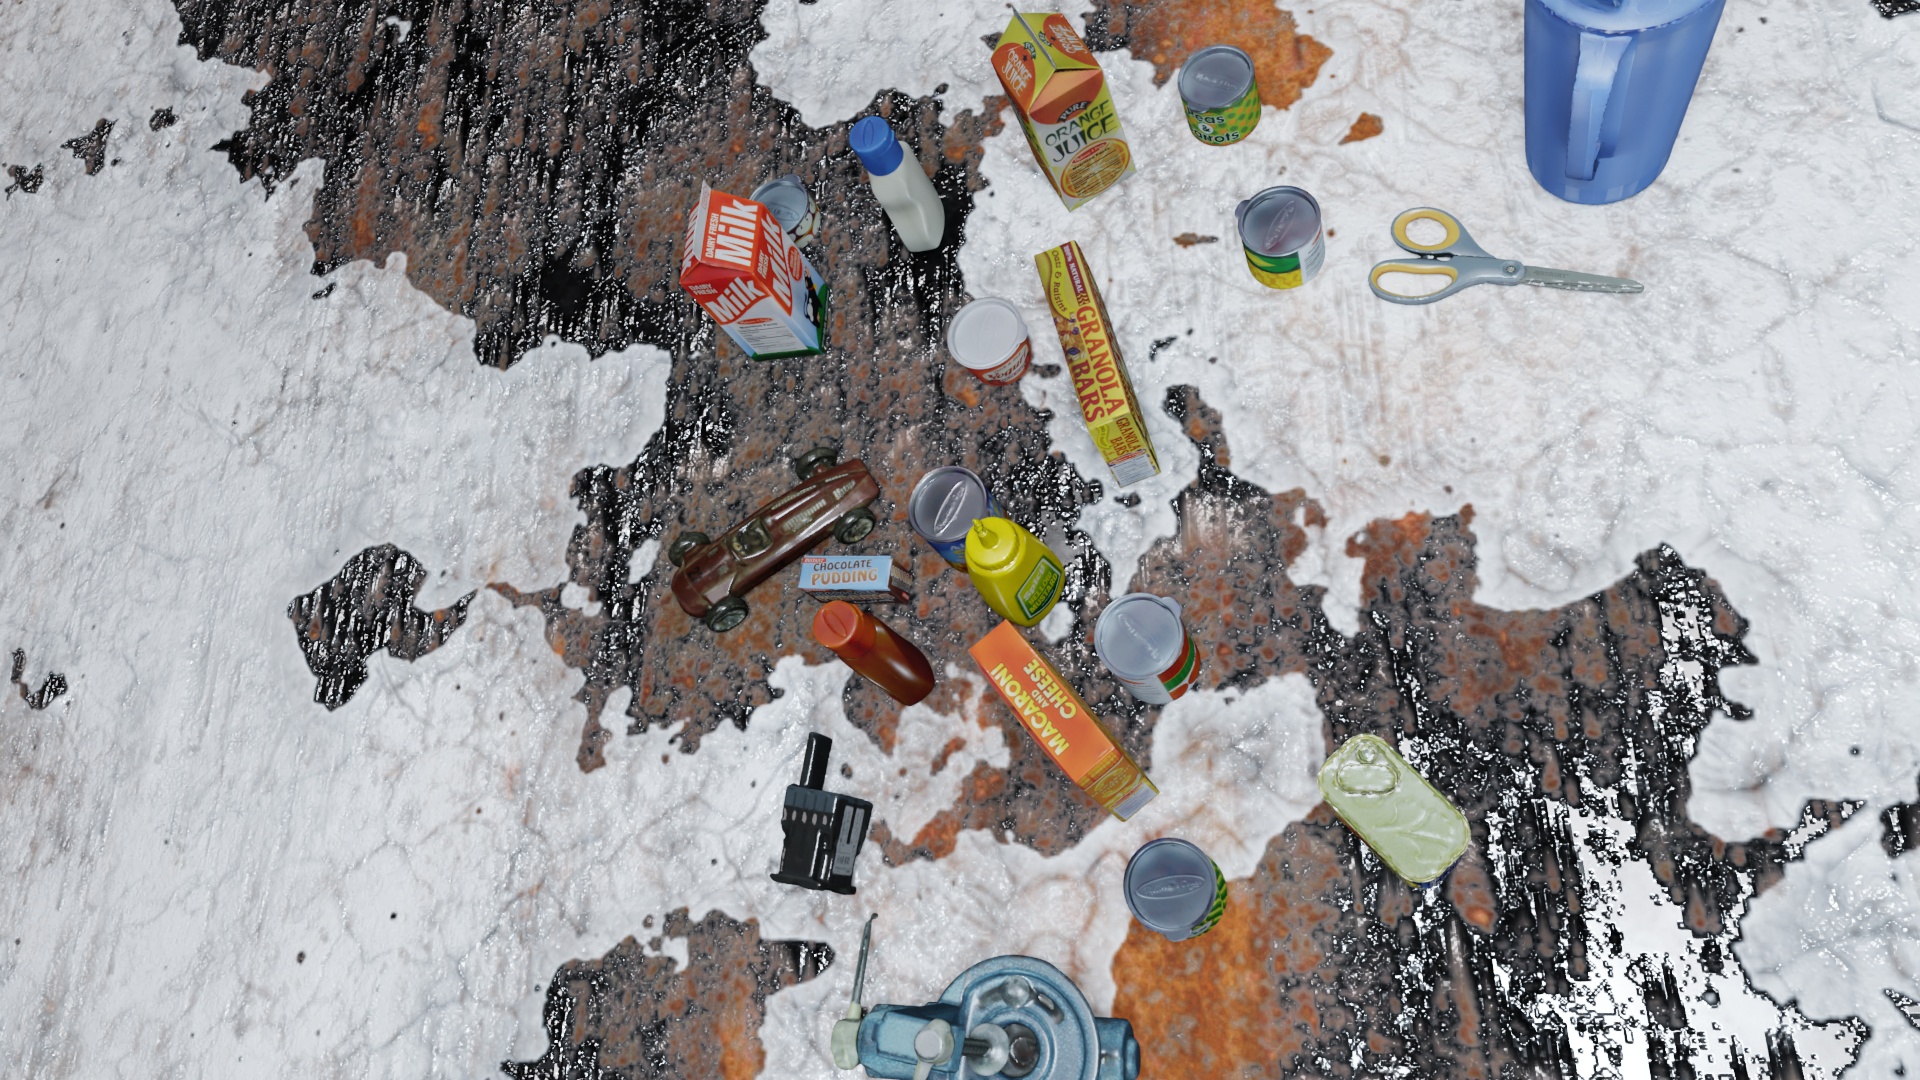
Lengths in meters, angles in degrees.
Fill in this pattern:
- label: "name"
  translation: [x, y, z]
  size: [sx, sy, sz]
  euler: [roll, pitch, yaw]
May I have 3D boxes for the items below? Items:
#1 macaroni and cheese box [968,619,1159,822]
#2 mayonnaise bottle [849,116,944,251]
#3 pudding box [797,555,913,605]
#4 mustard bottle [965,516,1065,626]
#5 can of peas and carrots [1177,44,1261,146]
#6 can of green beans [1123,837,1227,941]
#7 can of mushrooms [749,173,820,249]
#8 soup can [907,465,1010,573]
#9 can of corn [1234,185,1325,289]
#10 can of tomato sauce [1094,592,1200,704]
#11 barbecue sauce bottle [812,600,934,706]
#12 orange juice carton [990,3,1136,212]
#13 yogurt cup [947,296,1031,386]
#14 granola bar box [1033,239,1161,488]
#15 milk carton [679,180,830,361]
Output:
- label: "macaroni and cheese box"
  translation: [0.077, 0.134, 1.004]
  size: [0.040, 0.166, 0.124]
  euler: [-41, 63, 1]
- label: "mayonnaise bottle"
  translation: [-0.055, -0.319, 1.234]
  size: [0.041, 0.147, 0.065]
  euler: [-6, 69, 17]
- label: "pudding box"
  translation: [-0.088, 0.033, 1.166]
  size: [0.084, 0.049, 0.030]
  euler: [0, 71, 19]
- label: "mustard bottle"
  translation: [0.036, 0.018, 1.067]
  size: [0.049, 0.160, 0.065]
  euler: [30, 83, 26]
- label: "can of peas and carrots"
  translation: [0.226, -0.386, 1.214]
  size: [0.071, 0.058, 0.071]
  euler: [-6, 68, 17]
- label: "can of green beans"
  translation: [0.155, 0.250, 0.994]
  size: [0.071, 0.057, 0.071]
  euler: [-6, 68, 17]
- label: "can of mushrooms"
  translation: [-0.169, -0.314, 1.336]
  size: [0.071, 0.033, 0.071]
  euler: [-6, 68, 17]
- label: "soup can"
  translation: [0.004, -0.014, 1.133]
  size: [0.071, 0.083, 0.071]
  euler: [-7, 68, 17]
- label: "can of corn"
  translation: [0.264, -0.250, 1.149]
  size: [0.071, 0.058, 0.071]
  euler: [-6, 68, 17]
- label: "can of tomato sauce"
  translation: [0.144, 0.081, 1.049]
  size: [0.071, 0.083, 0.071]
  euler: [-7, 68, 17]
- label: "barbecue sauce bottle"
  translation: [-0.069, 0.085, 1.084]
  size: [0.043, 0.148, 0.065]
  euler: [-42, 63, 0]
- label: "orange juice carton"
  translation: [0.085, -0.372, 1.181]
  size: [0.073, 0.192, 0.072]
  euler: [-31, 64, 6]
- label: "yogurt cup"
  translation: [0.028, -0.169, 1.201]
  size: [0.072, 0.054, 0.072]
  euler: [-6, 68, 17]
- label: "granola bar box"
  translation: [0.112, -0.141, 1.122]
  size: [0.039, 0.124, 0.166]
  euler: [-20, 65, 11]
- label: "milk carton"
  translation: [-0.186, -0.234, 1.223]
  size: [0.073, 0.190, 0.072]
  euler: [-4, 69, 18]
